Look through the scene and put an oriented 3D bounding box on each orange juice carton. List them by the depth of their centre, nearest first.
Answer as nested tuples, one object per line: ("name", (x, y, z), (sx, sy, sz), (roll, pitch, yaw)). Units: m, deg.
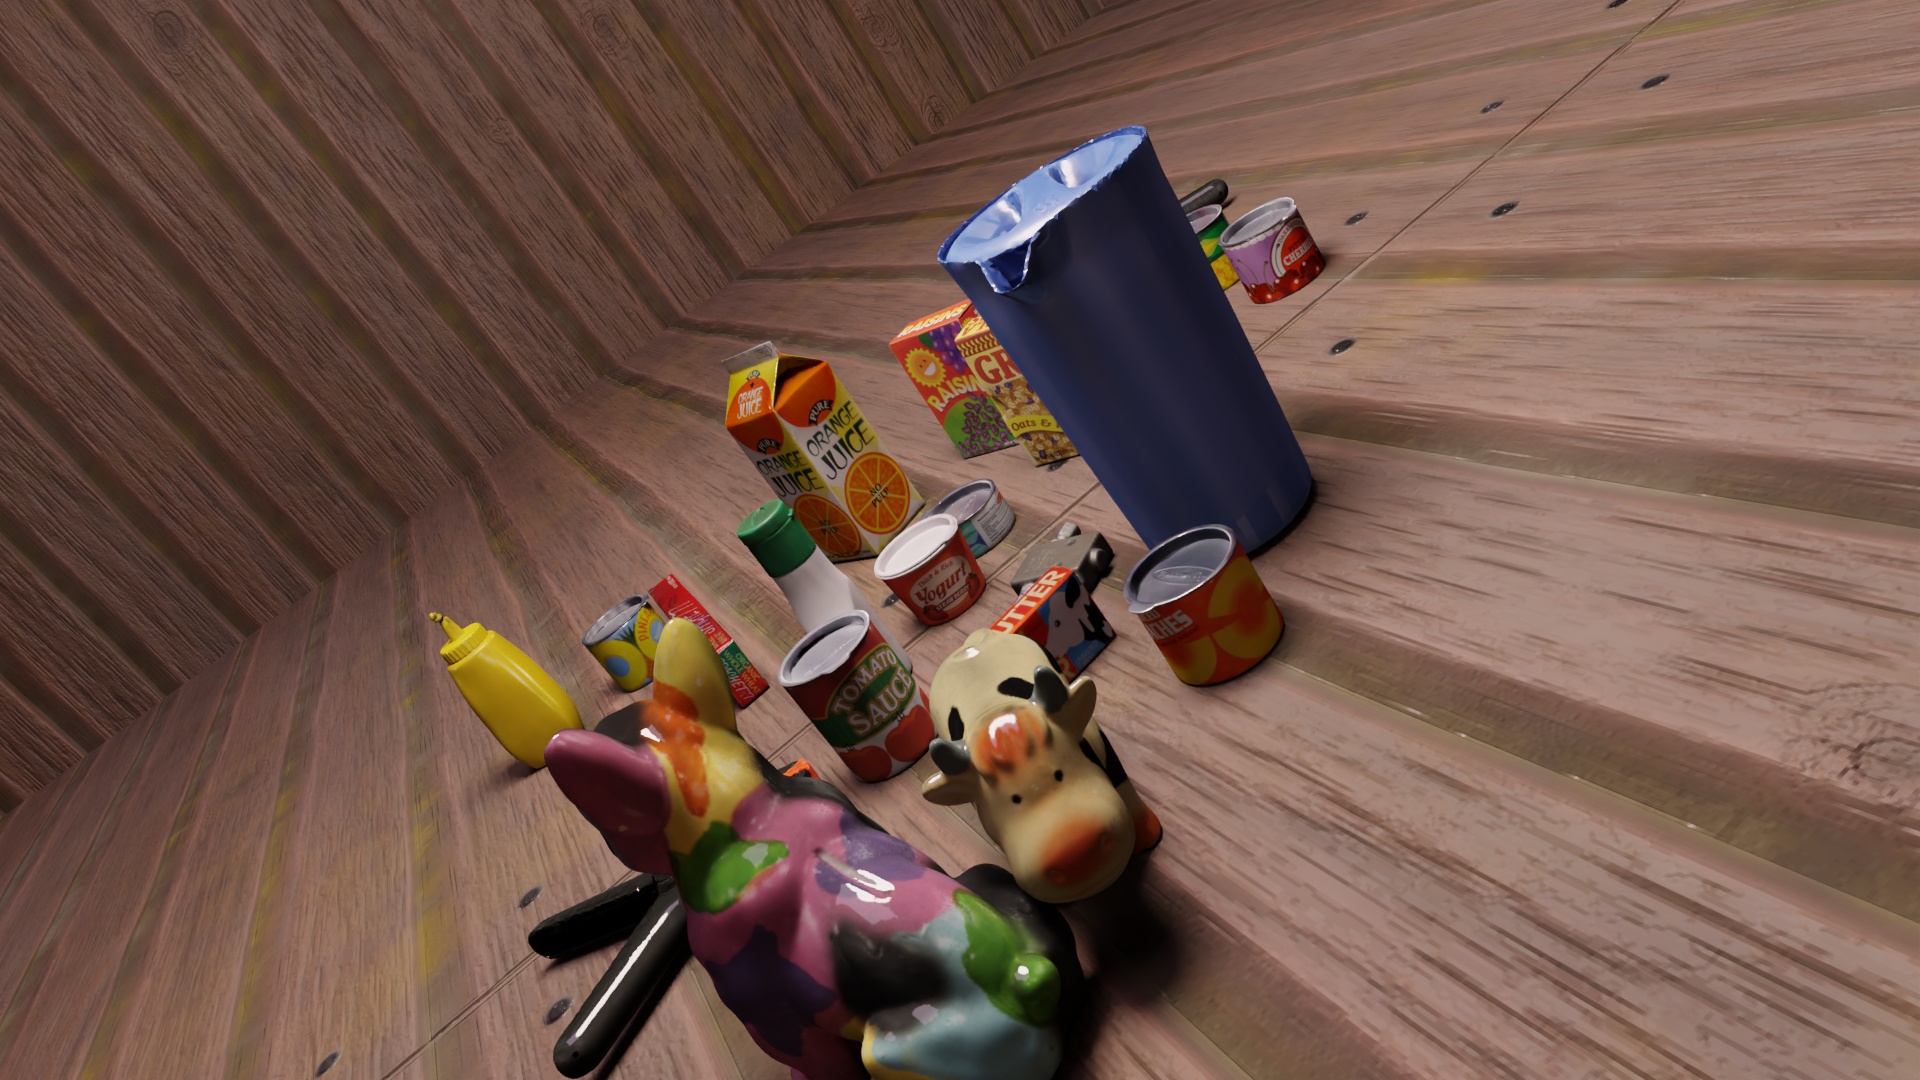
("orange juice carton", (-0.121, -0.078, 1.142), (0.071, 0.192, 0.073), (-10, 32, 48))

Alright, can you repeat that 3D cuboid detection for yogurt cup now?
("yogurt cup", (-0.019, 0.022, 0.973), (0.072, 0.054, 0.073), (-29, 22, 13))

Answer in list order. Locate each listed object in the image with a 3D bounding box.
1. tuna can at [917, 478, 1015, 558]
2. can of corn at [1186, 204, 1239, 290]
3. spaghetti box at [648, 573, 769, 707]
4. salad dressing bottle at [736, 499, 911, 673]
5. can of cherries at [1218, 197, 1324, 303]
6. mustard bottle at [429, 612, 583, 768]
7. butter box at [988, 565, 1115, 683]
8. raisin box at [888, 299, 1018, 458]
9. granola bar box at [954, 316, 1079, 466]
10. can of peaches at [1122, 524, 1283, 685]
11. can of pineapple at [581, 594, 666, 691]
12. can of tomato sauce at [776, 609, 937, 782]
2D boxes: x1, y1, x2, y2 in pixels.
("tuna can", (0.004, -0.013, 1.044), (0.071, 0.032, 0.071), (-29, 22, 13))
("can of corn", (0.208, -0.247, 1.206), (0.071, 0.058, 0.071), (-29, 22, 13))
("spaghetti box", (-0.211, 0.078, 1.139), (0.029, 0.050, 0.250), (-39, 22, -11))
("salad dressing bottle", (-0.089, 0.040, 0.910), (0.044, 0.147, 0.064), (-31, 21, 9))
("can of cherries", (0.251, -0.232, 1.111), (0.071, 0.058, 0.072), (-29, 22, 13))
("mustard bottle", (-0.384, 0.116, 1.158), (0.065, 0.160, 0.049), (-34, 21, 1))
("butter box", (0.039, 0.067, 0.797), (0.104, 0.053, 0.024), (-43, 23, -21))
("raisin box", (0.009, -0.135, 1.170), (0.086, 0.123, 0.040), (-13, 30, 44))
("granola bar box", (0.092, -0.129, 1.035), (0.165, 0.124, 0.039), (-14, 30, 43))
("can of peaches", (0.126, 0.036, 0.730), (0.071, 0.058, 0.071), (-29, 22, 13))
("can of pineapple", (-0.284, 0.089, 1.212), (0.071, 0.057, 0.071), (-29, 22, 13))
("can of tomato sauce", (-0.059, 0.095, 0.840), (0.071, 0.083, 0.071), (-29, 22, 13))
